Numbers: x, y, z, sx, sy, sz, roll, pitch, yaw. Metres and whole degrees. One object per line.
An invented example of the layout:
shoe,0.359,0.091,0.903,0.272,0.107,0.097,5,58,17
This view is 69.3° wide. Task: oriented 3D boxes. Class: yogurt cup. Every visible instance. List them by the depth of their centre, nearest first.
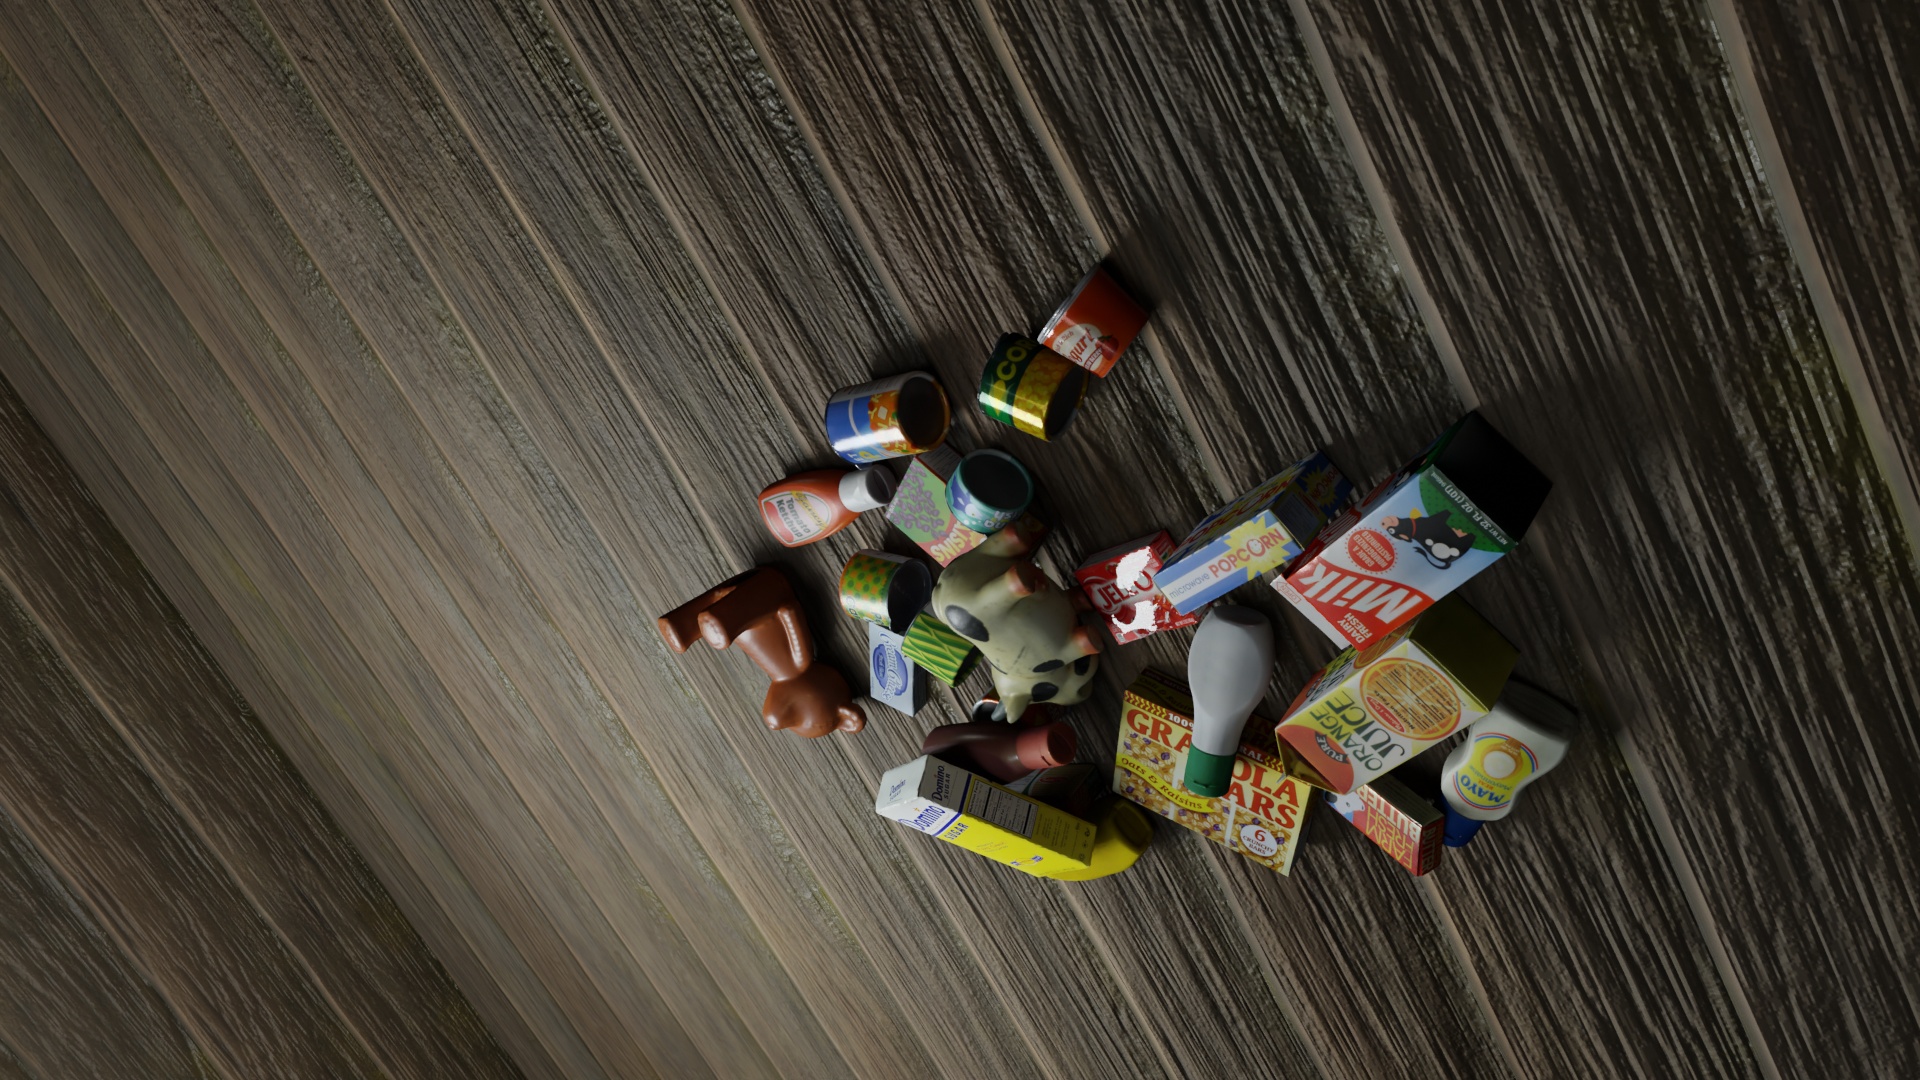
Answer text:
yogurt cup,0.095,-0.150,0.966,0.054,0.073,0.072,37,139,0

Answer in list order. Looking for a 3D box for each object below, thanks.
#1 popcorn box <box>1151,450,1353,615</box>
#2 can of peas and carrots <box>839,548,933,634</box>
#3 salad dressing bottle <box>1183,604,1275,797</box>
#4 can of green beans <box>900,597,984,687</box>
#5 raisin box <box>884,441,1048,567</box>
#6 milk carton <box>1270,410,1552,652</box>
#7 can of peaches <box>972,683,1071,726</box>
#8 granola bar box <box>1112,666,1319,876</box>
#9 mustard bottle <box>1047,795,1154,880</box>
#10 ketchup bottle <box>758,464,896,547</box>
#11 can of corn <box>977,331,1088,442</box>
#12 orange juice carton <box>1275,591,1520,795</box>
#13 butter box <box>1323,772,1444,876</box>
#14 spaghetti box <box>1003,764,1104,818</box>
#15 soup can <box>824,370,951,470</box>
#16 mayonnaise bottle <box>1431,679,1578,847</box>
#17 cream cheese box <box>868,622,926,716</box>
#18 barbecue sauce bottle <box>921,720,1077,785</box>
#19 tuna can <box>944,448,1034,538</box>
popcorn box,0.202,-0.004,0.970,0.038,0.085,0.126,51,139,-3
can of peas and carrots,-0.068,0.046,1.250,0.059,0.071,0.070,11,128,35
salad dressing bottle,0.201,0.124,1.066,0.064,0.044,0.147,17,111,25
can of green beans,-0.011,0.089,1.239,0.058,0.071,0.070,33,137,15
raisin box,0.004,-0.015,1.166,0.123,0.040,0.085,41,138,10
milk carton,0.285,0.007,0.916,0.072,0.074,0.189,44,139,4
can of peaches,0.054,0.152,1.238,0.071,0.058,0.070,23,133,27
granola bar box,0.212,0.189,1.147,0.166,0.039,0.123,23,132,26
mustard bottle,0.112,0.286,1.299,0.065,0.049,0.159,49,140,-3
ketchup bottle,-0.118,-0.036,1.250,0.148,0.044,0.064,-14,111,45
can of corn,0.054,-0.114,1.024,0.058,0.071,0.070,25,134,22
orange juice carton,0.296,0.118,0.994,0.073,0.072,0.191,44,139,4
butter box,0.317,0.201,1.046,0.104,0.024,0.052,41,146,48
spaghetti box,0.027,0.239,1.335,0.249,0.050,0.028,-8,114,44
soup can,-0.058,-0.097,1.133,0.083,0.072,0.071,-7,116,43
mayonnaise bottle,0.376,0.164,0.985,0.065,0.041,0.147,30,137,17
cream cheese box,-0.060,0.118,1.335,0.053,0.024,0.103,22,133,24
barbecue sauce bottle,0.035,0.182,1.198,0.148,0.044,0.064,-17,121,46
tuna can,0.024,-0.037,1.107,0.071,0.071,0.032,41,138,8
